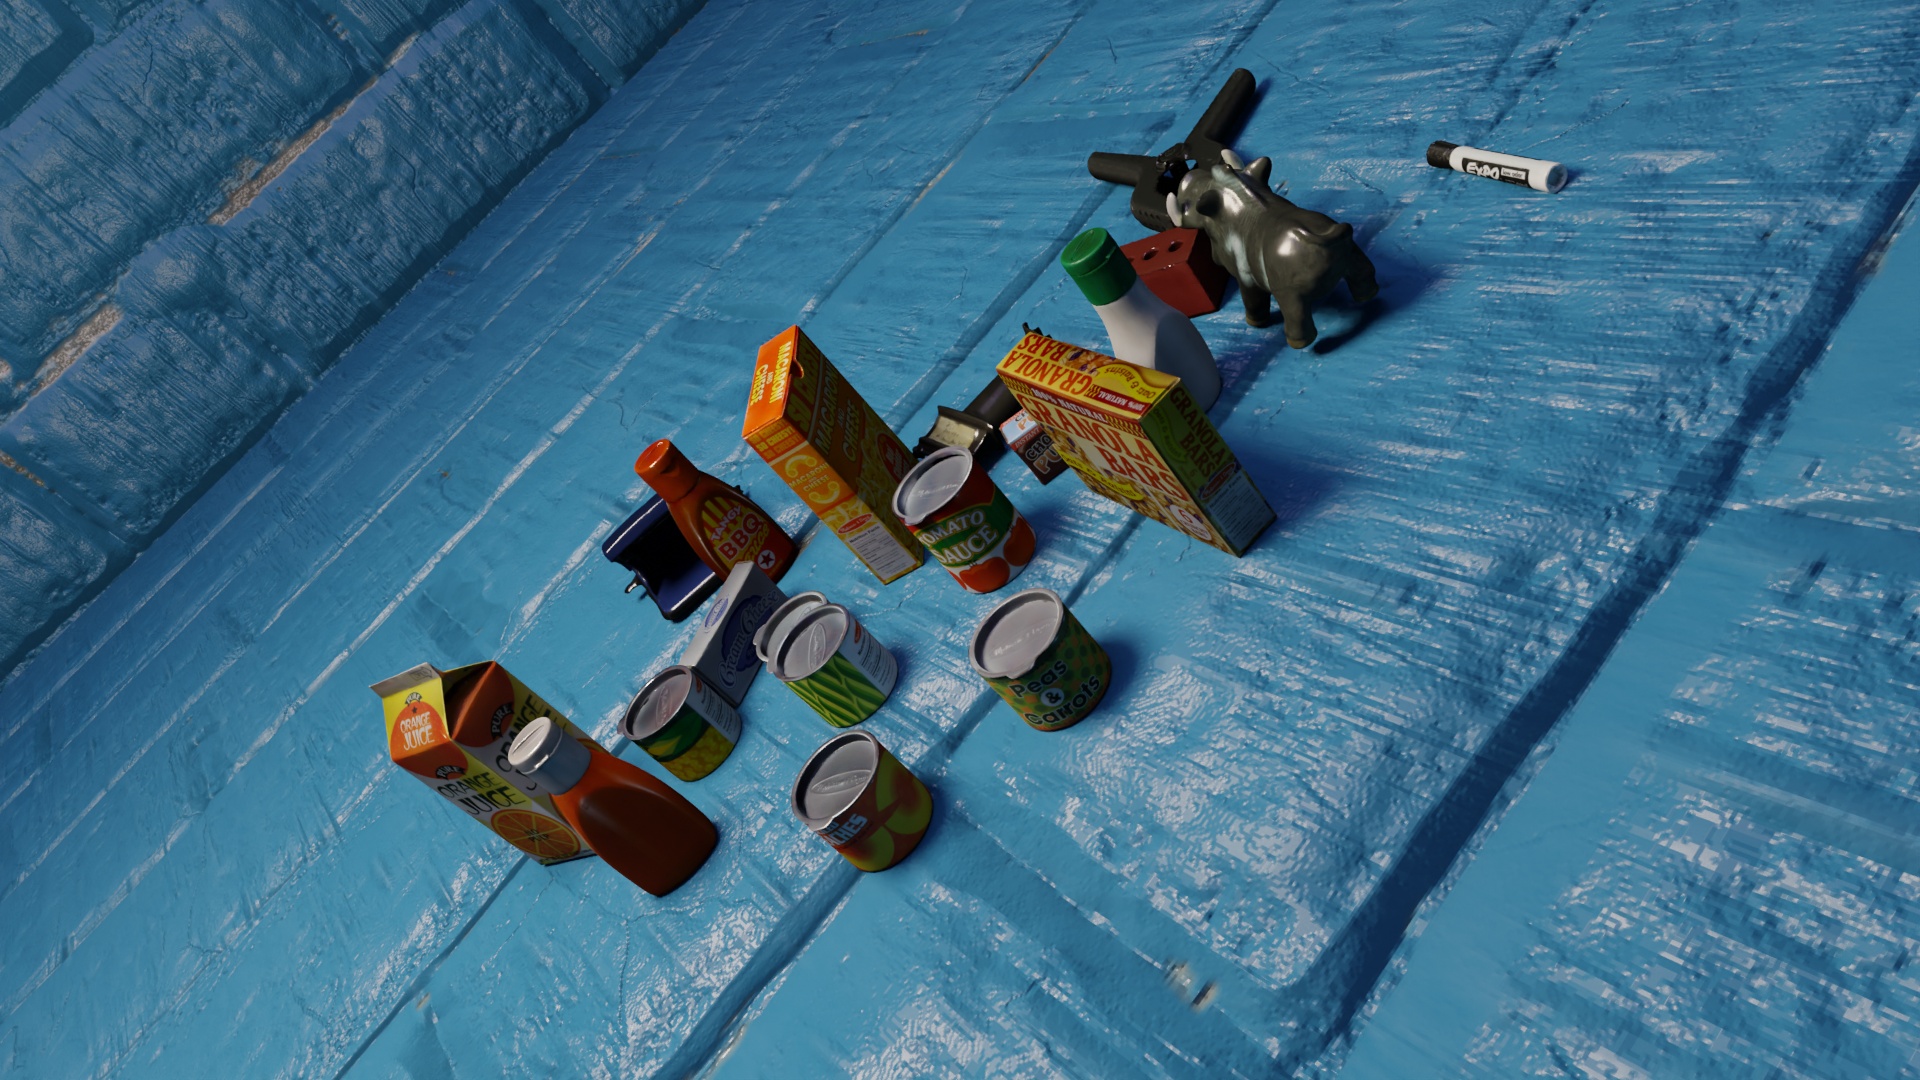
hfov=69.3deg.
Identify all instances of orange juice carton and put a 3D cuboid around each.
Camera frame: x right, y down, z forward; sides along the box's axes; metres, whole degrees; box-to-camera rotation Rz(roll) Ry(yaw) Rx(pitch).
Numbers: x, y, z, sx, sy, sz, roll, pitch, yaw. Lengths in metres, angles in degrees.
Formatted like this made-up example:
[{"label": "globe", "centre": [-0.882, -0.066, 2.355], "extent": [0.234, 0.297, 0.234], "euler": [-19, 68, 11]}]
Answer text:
[{"label": "orange juice carton", "centre": [-0.337, 0.154, 1.014], "extent": [0.071, 0.192, 0.073], "euler": [-19, 38, 32]}]

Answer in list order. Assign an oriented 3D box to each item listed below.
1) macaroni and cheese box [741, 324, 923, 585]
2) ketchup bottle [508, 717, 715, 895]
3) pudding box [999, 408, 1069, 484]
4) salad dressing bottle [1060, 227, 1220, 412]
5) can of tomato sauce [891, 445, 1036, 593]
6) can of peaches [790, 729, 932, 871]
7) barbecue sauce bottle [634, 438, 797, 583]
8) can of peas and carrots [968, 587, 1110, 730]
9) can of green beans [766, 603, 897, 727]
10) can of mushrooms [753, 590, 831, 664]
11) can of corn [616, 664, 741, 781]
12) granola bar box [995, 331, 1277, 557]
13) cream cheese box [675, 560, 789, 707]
[{"label": "macaroni and cheese box", "centre": [-0.089, -0.065, 1.041], "extent": [0.040, 0.166, 0.124], "euler": [-28, 34, 21]}, {"label": "ketchup bottle", "centre": [-0.232, 0.173, 0.920], "extent": [0.065, 0.148, 0.043], "euler": [-43, 32, -2]}, {"label": "pudding box", "centre": [0.076, -0.086, 1.001], "extent": [0.083, 0.049, 0.030], "euler": [-37, 32, 8]}, {"label": "salad dressing bottle", "centre": [0.121, -0.144, 0.931], "extent": [0.044, 0.147, 0.064], "euler": [3, 53, 49]}, {"label": "can of tomato sauce", "centre": [0.003, -0.012, 0.957], "extent": [0.071, 0.083, 0.071], "euler": [-28, 34, 21]}, {"label": "can of peaches", "centre": [-0.060, 0.159, 0.839], "extent": [0.071, 0.058, 0.071], "euler": [-28, 34, 21]}, {"label": "barbecue sauce bottle", "centre": [-0.200, -0.020, 1.121], "extent": [0.065, 0.148, 0.043], "euler": [-52, 33, -17]}, {"label": "can of peas and carrots", "centre": [0.048, 0.073, 0.829], "extent": [0.071, 0.058, 0.071], "euler": [-28, 34, 21]}, {"label": "can of green beans", "centre": [-0.086, 0.086, 0.956], "extent": [0.071, 0.057, 0.071], "euler": [-28, 34, 21]}, {"label": "can of mushrooms", "centre": [-0.117, 0.073, 1.029], "extent": [0.071, 0.033, 0.071], "euler": [-28, 34, 21]}, {"label": "can of corn", "centre": [-0.207, 0.136, 1.023], "extent": [0.071, 0.058, 0.071], "euler": [-28, 34, 21]}, {"label": "granola bar box", "centre": [0.106, -0.063, 0.870], "extent": [0.039, 0.124, 0.166], "euler": [-47, 32, -8]}, {"label": "cream cheese box", "centre": [-0.172, 0.072, 1.070], "extent": [0.024, 0.053, 0.104], "euler": [-9, 44, 41]}]
